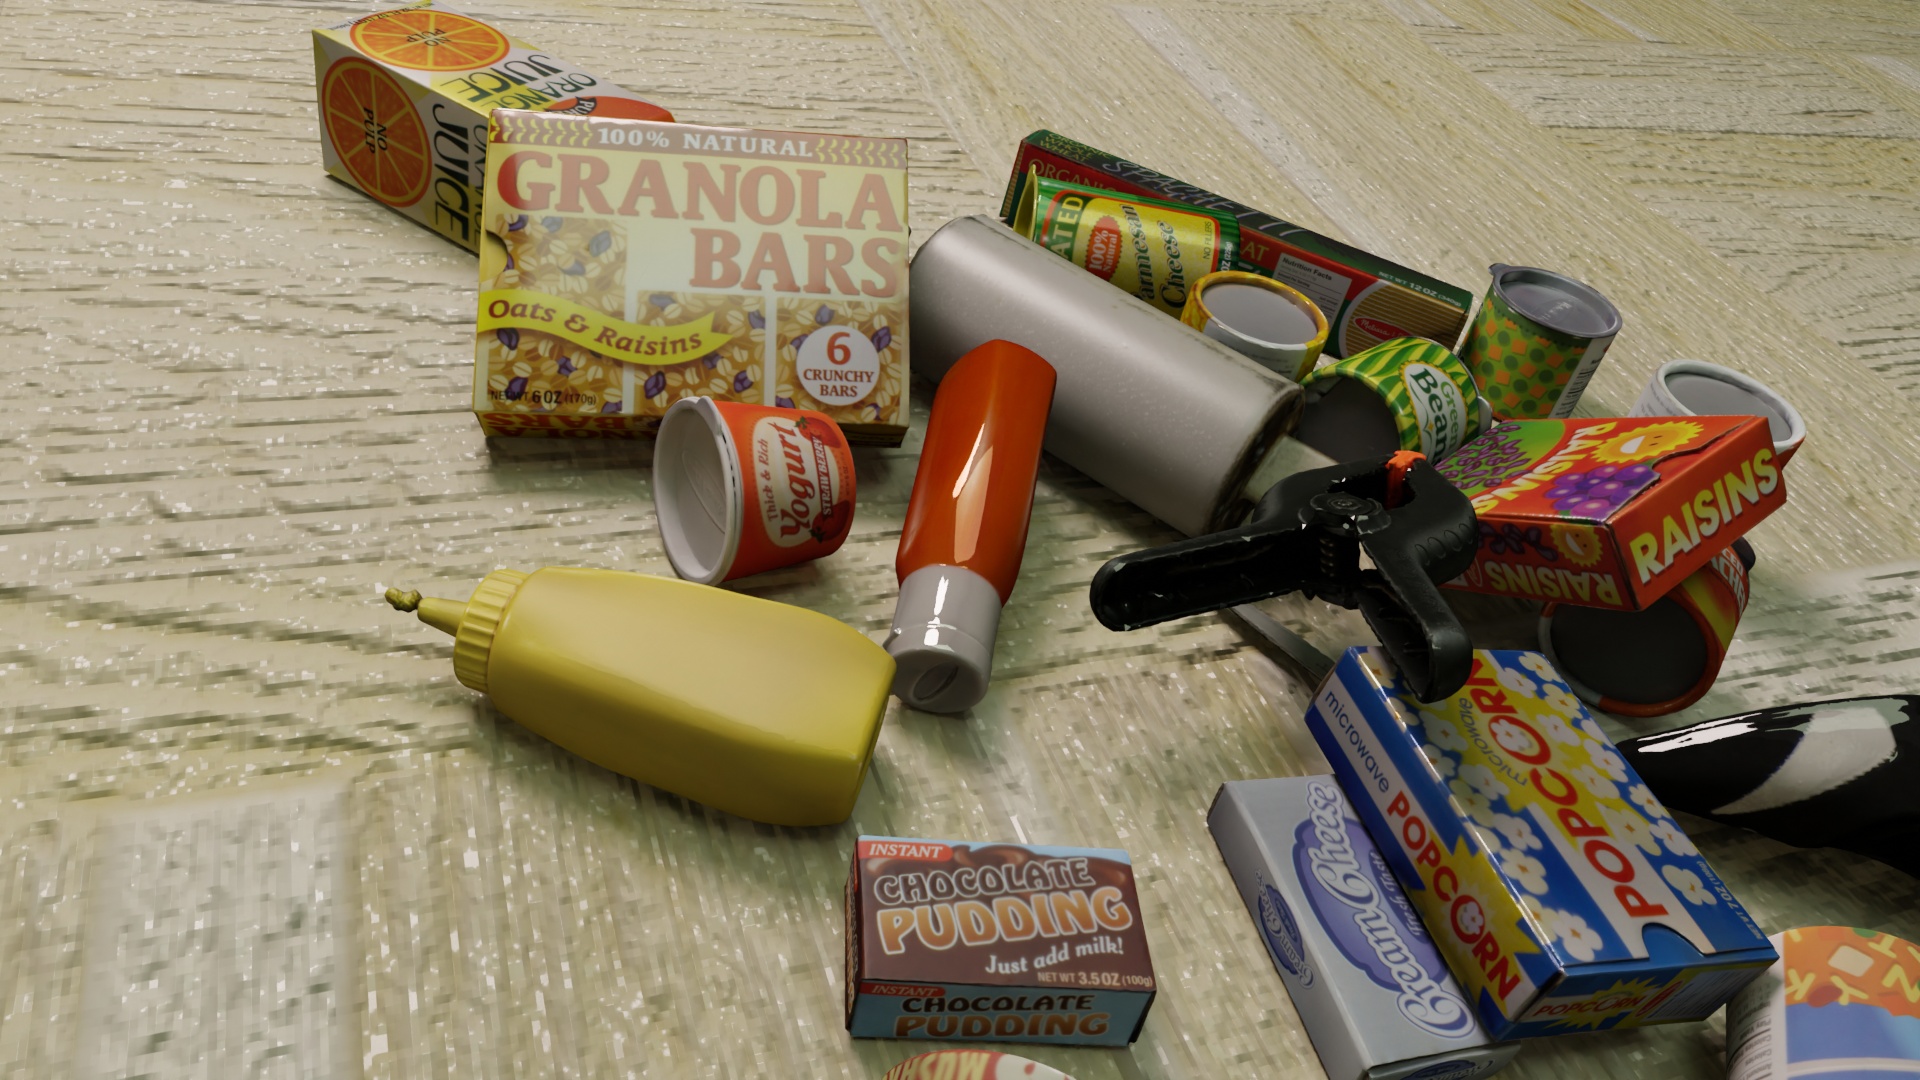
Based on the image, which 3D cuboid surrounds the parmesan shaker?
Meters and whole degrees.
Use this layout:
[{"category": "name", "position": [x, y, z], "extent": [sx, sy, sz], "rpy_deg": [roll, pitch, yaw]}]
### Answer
[{"category": "parmesan shaker", "position": [0.080, -0.142, 0.688], "extent": [0.103, 0.071, 0.072], "rpy_deg": [8, 40, -7]}]

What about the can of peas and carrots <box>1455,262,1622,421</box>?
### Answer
[{"category": "can of peas and carrots", "position": [0.292, -0.100, 0.715], "extent": [0.071, 0.058, 0.071], "rpy_deg": [9, 39, -7]}]

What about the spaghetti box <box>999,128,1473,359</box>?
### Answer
[{"category": "spaghetti box", "position": [0.141, -0.151, 0.735], "extent": [0.250, 0.049, 0.029], "rpy_deg": [25, 38, 12]}]

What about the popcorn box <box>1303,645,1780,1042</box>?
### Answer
[{"category": "popcorn box", "position": [0.176, 0.089, 0.437], "extent": [0.085, 0.038, 0.127], "rpy_deg": [4, 39, -24]}]

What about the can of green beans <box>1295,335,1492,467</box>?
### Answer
[{"category": "can of green beans", "position": [0.187, -0.053, 0.620], "extent": [0.058, 0.070, 0.071], "rpy_deg": [-22, 52, -36]}]

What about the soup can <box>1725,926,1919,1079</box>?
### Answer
[{"category": "soup can", "position": [0.253, 0.162, 0.387], "extent": [0.071, 0.071, 0.084], "rpy_deg": [25, 40, 12]}]

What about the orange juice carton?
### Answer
[{"category": "orange juice carton", "position": [-0.201, -0.176, 0.641], "extent": [0.193, 0.072, 0.072], "rpy_deg": [29, 41, 16]}]

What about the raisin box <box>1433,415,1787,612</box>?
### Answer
[{"category": "raisin box", "position": [0.236, -0.015, 0.542], "extent": [0.086, 0.040, 0.123], "rpy_deg": [-29, 15, -19]}]

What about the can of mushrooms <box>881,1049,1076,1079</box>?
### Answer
[{"category": "can of mushrooms", "position": [0.005, 0.150, 0.323], "extent": [0.071, 0.070, 0.034], "rpy_deg": [17, 39, 3]}]

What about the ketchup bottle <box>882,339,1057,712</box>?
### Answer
[{"category": "ketchup bottle", "position": [0.002, -0.006, 0.515], "extent": [0.043, 0.064, 0.149], "rpy_deg": [25, 46, -14]}]

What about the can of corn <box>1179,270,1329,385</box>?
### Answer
[{"category": "can of corn", "position": [0.130, -0.086, 0.648], "extent": [0.071, 0.058, 0.071], "rpy_deg": [9, 40, -7]}]

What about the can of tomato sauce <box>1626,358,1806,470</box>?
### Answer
[{"category": "can of tomato sauce", "position": [0.324, -0.030, 0.622], "extent": [0.071, 0.082, 0.071], "rpy_deg": [8, 40, -7]}]

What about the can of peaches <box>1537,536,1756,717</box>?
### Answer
[{"category": "can of peaches", "position": [0.272, 0.027, 0.549], "extent": [0.071, 0.070, 0.058], "rpy_deg": [33, 44, 21]}]

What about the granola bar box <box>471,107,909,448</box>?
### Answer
[{"category": "granola bar box", "position": [-0.103, -0.102, 0.552], "extent": [0.166, 0.039, 0.124], "rpy_deg": [1, 78, -10]}]

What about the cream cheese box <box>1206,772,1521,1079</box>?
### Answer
[{"category": "cream cheese box", "position": [0.122, 0.119, 0.431], "extent": [0.053, 0.024, 0.104], "rpy_deg": [-2, 42, -19]}]

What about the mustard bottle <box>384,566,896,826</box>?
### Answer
[{"category": "mustard bottle", "position": [-0.103, 0.040, 0.435], "extent": [0.160, 0.048, 0.066], "rpy_deg": [17, 39, 4]}]

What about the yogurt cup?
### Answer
[{"category": "yogurt cup", "position": [-0.074, -0.019, 0.503], "extent": [0.054, 0.072, 0.072], "rpy_deg": [-6, 43, -35]}]

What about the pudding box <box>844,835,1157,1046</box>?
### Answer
[{"category": "pudding box", "position": [0.010, 0.114, 0.397], "extent": [0.084, 0.030, 0.050], "rpy_deg": [6, 39, -10]}]
